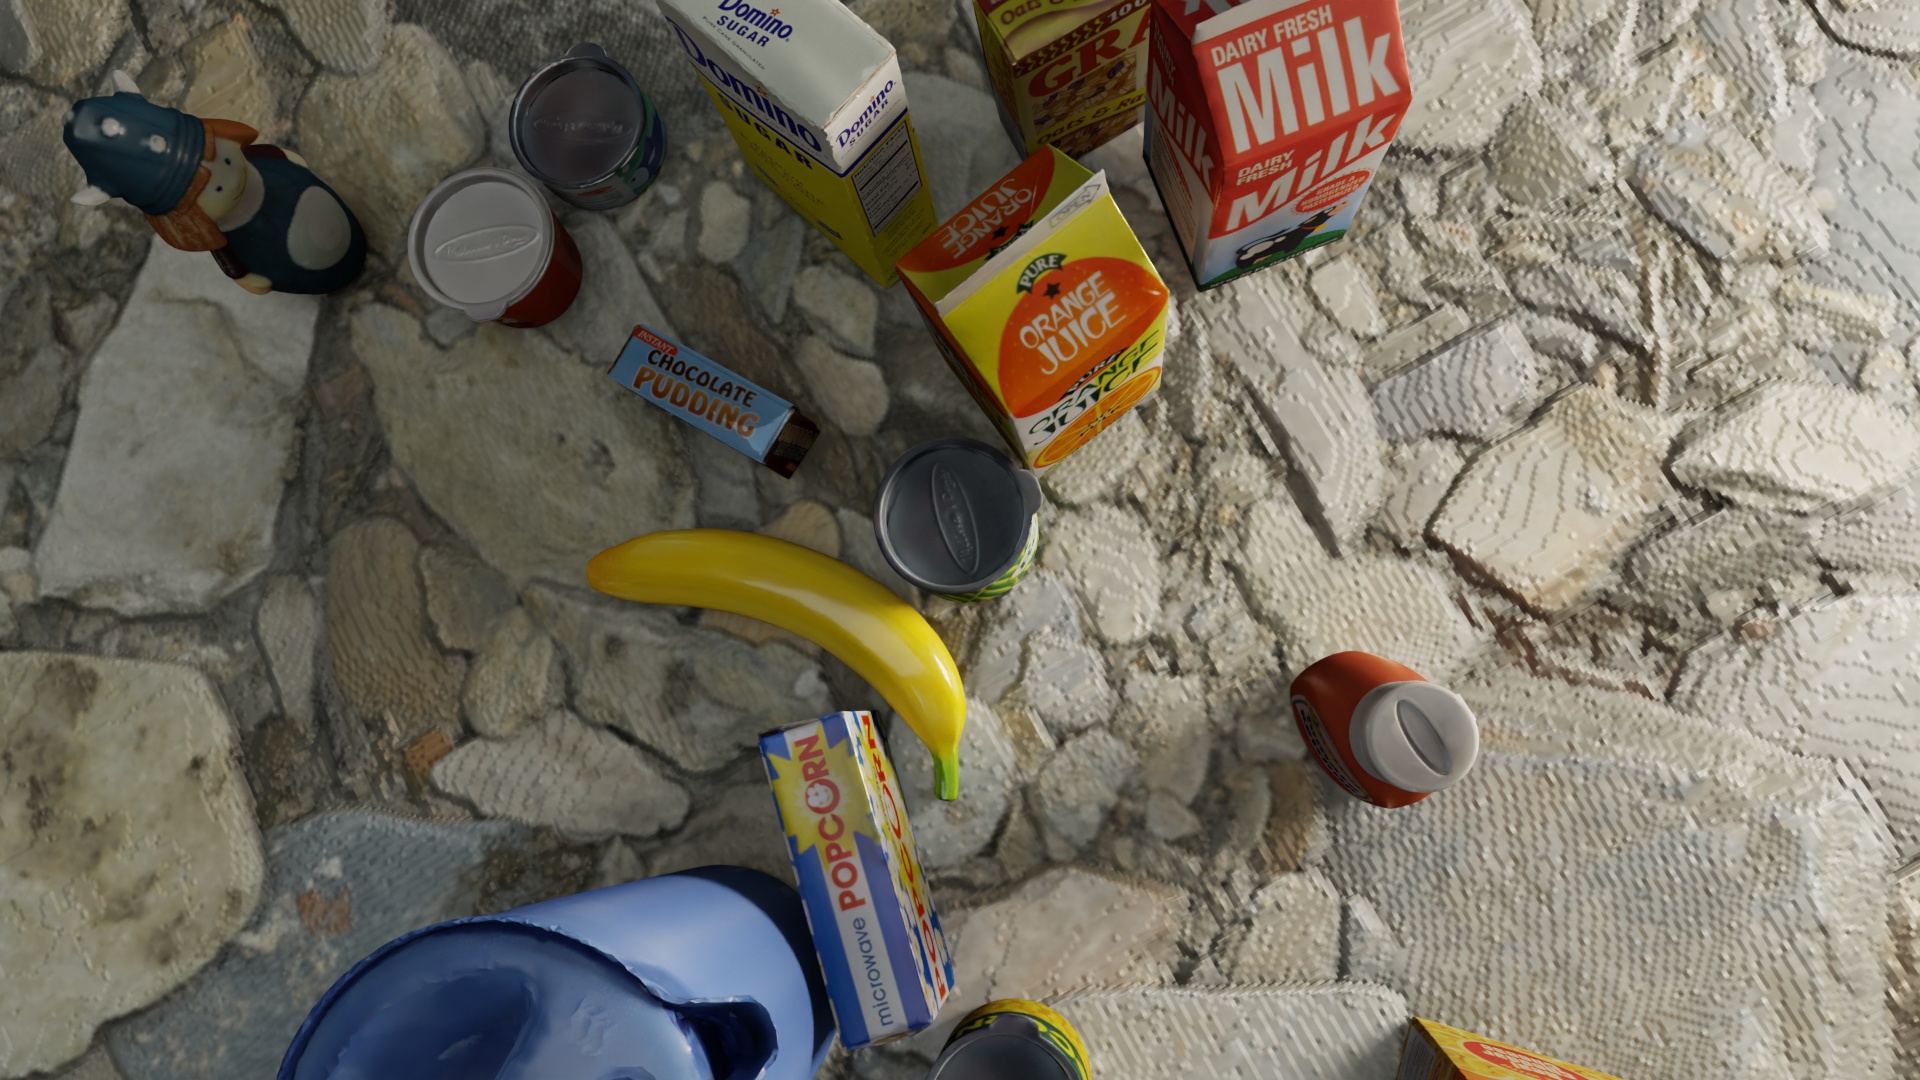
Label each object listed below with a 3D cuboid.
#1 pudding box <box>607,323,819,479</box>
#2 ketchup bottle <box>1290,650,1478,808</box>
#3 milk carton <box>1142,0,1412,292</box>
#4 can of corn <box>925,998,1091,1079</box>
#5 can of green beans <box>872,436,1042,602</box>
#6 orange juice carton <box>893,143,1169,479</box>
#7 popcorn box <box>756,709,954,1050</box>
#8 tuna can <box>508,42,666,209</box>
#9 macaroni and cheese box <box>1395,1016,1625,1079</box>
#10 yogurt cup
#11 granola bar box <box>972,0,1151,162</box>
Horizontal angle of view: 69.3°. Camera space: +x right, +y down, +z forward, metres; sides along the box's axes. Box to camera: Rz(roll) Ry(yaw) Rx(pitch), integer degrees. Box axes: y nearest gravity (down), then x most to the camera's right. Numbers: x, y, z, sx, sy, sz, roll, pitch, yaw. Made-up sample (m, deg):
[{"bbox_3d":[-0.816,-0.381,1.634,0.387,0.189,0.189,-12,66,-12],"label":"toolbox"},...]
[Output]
[{"bbox_3d":[-0.109,-0.062,0.623,0.084,0.049,0.030,29,87,9],"label":"pudding box"},{"bbox_3d":[0.160,0.072,0.525,0.043,0.148,0.065,-32,81,2],"label":"ketchup bottle"},{"bbox_3d":[0.118,-0.167,0.539,0.072,0.190,0.073,-21,81,4],"label":"milk carton"},{"bbox_3d":[0.020,0.223,0.567,0.071,0.058,0.071,-1,83,7],"label":"can of corn"},{"bbox_3d":[0.000,-0.007,0.599,0.071,0.058,0.071,-1,83,7],"label":"can of green beans"},{"bbox_3d":[0.030,-0.086,0.537,0.072,0.192,0.073,-37,81,1],"label":"orange juice carton"},{"bbox_3d":[-0.041,0.134,0.572,0.038,0.085,0.127,-18,81,4],"label":"popcorn box"},{"bbox_3d":[-0.175,-0.195,0.656,0.071,0.033,0.071,-1,83,7],"label":"tuna can"},{"bbox_3d":[0.231,0.221,0.488,0.124,0.166,0.040,15,85,8],"label":"macaroni and cheese box"},{"bbox_3d":[-0.211,-0.131,0.641,0.072,0.054,0.072,-1,83,7],"label":"yogurt cup"},{"bbox_3d":[0.090,-0.228,0.583,0.165,0.124,0.039,-29,81,2],"label":"granola bar box"}]
